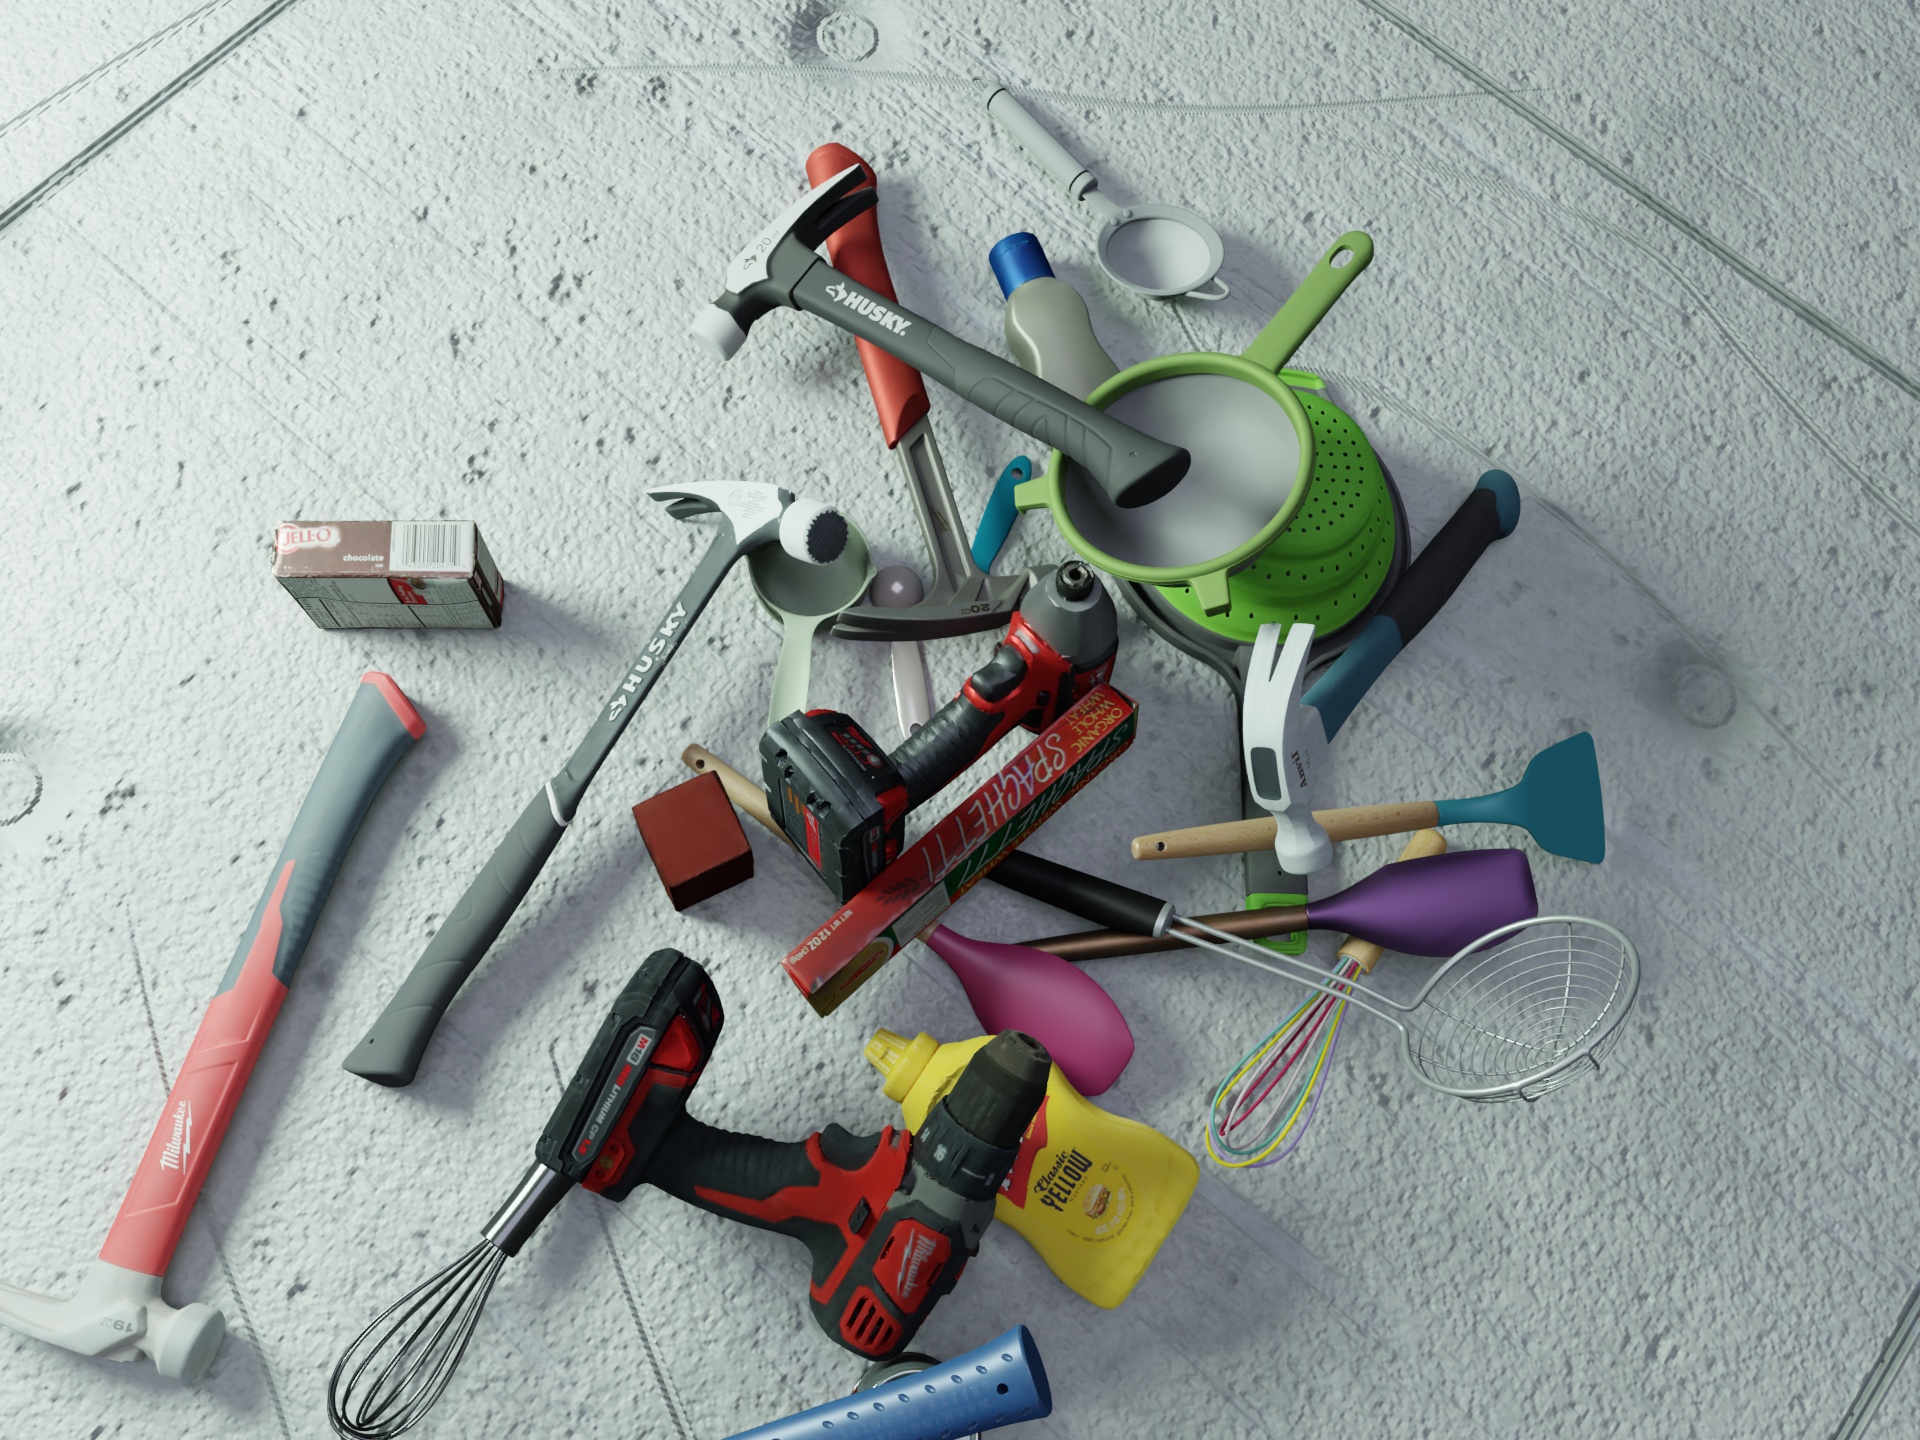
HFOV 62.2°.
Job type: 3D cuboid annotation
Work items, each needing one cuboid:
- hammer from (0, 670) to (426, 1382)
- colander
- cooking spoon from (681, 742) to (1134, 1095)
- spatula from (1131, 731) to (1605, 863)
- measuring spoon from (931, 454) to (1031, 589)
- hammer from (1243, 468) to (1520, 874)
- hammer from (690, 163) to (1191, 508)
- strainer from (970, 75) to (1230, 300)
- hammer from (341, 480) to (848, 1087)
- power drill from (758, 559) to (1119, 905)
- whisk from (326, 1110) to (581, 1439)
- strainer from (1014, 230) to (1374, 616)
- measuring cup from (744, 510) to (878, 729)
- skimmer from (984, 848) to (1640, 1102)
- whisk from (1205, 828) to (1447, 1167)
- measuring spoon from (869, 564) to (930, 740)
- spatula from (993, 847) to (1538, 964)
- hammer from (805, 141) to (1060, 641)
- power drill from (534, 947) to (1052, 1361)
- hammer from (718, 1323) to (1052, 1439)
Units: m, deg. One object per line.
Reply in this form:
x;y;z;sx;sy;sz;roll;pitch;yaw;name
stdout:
-0.408;0.147;0.882;0.143;0.038;0.386;17;72;2;hammer
0.194;-0.061;0.969;0.204;0.094;0.397;2;72;-4;colander
-0.037;0.110;0.930;0.319;0.017;0.069;36;97;9;cooking spoon
0.250;0.060;0.939;0.317;0.044;0.082;-5;88;-12;spatula
0.019;-0.118;1.010;0.042;0.021;0.129;22;72;2;measuring spoon
0.259;-0.057;0.946;0.331;0.033;0.128;-43;123;-37;hammer
-0.005;-0.216;0.933;0.335;0.035;0.146;35;83;28;hammer
0.090;-0.358;1.084;0.087;0.050;0.259;-34;73;-20;strainer
-0.224;0.029;0.916;0.149;0.036;0.409;23;75;40;hammer
-0.001;-0.003;0.899;0.219;0.143;0.079;-35;69;-19;power drill
-0.248;0.279;0.853;0.055;0.055;0.239;36;68;6;whisk
0.162;-0.171;0.917;0.152;0.069;0.256;33;78;29;strainer
-0.098;-0.049;0.972;0.083;0.038;0.168;8;74;-3;measuring cup
0.170;0.109;0.864;0.363;0.090;0.127;18;45;21;skimmer
0.216;0.158;0.933;0.051;0.047;0.245;41;69;-5;whisk
-0.033;-0.040;0.983;0.034;0.018;0.124;-7;74;-7;measuring spoon
0.176;0.120;0.926;0.316;0.018;0.060;-7;77;3;spatula
-0.050;-0.216;1.008;0.149;0.036;0.359;-8;68;-23;hammer
-0.080;0.205;0.823;0.226;0.080;0.188;30;99;-3;power drill
-0.149;0.384;0.774;0.405;0.035;0.144;-21;77;7;hammer
